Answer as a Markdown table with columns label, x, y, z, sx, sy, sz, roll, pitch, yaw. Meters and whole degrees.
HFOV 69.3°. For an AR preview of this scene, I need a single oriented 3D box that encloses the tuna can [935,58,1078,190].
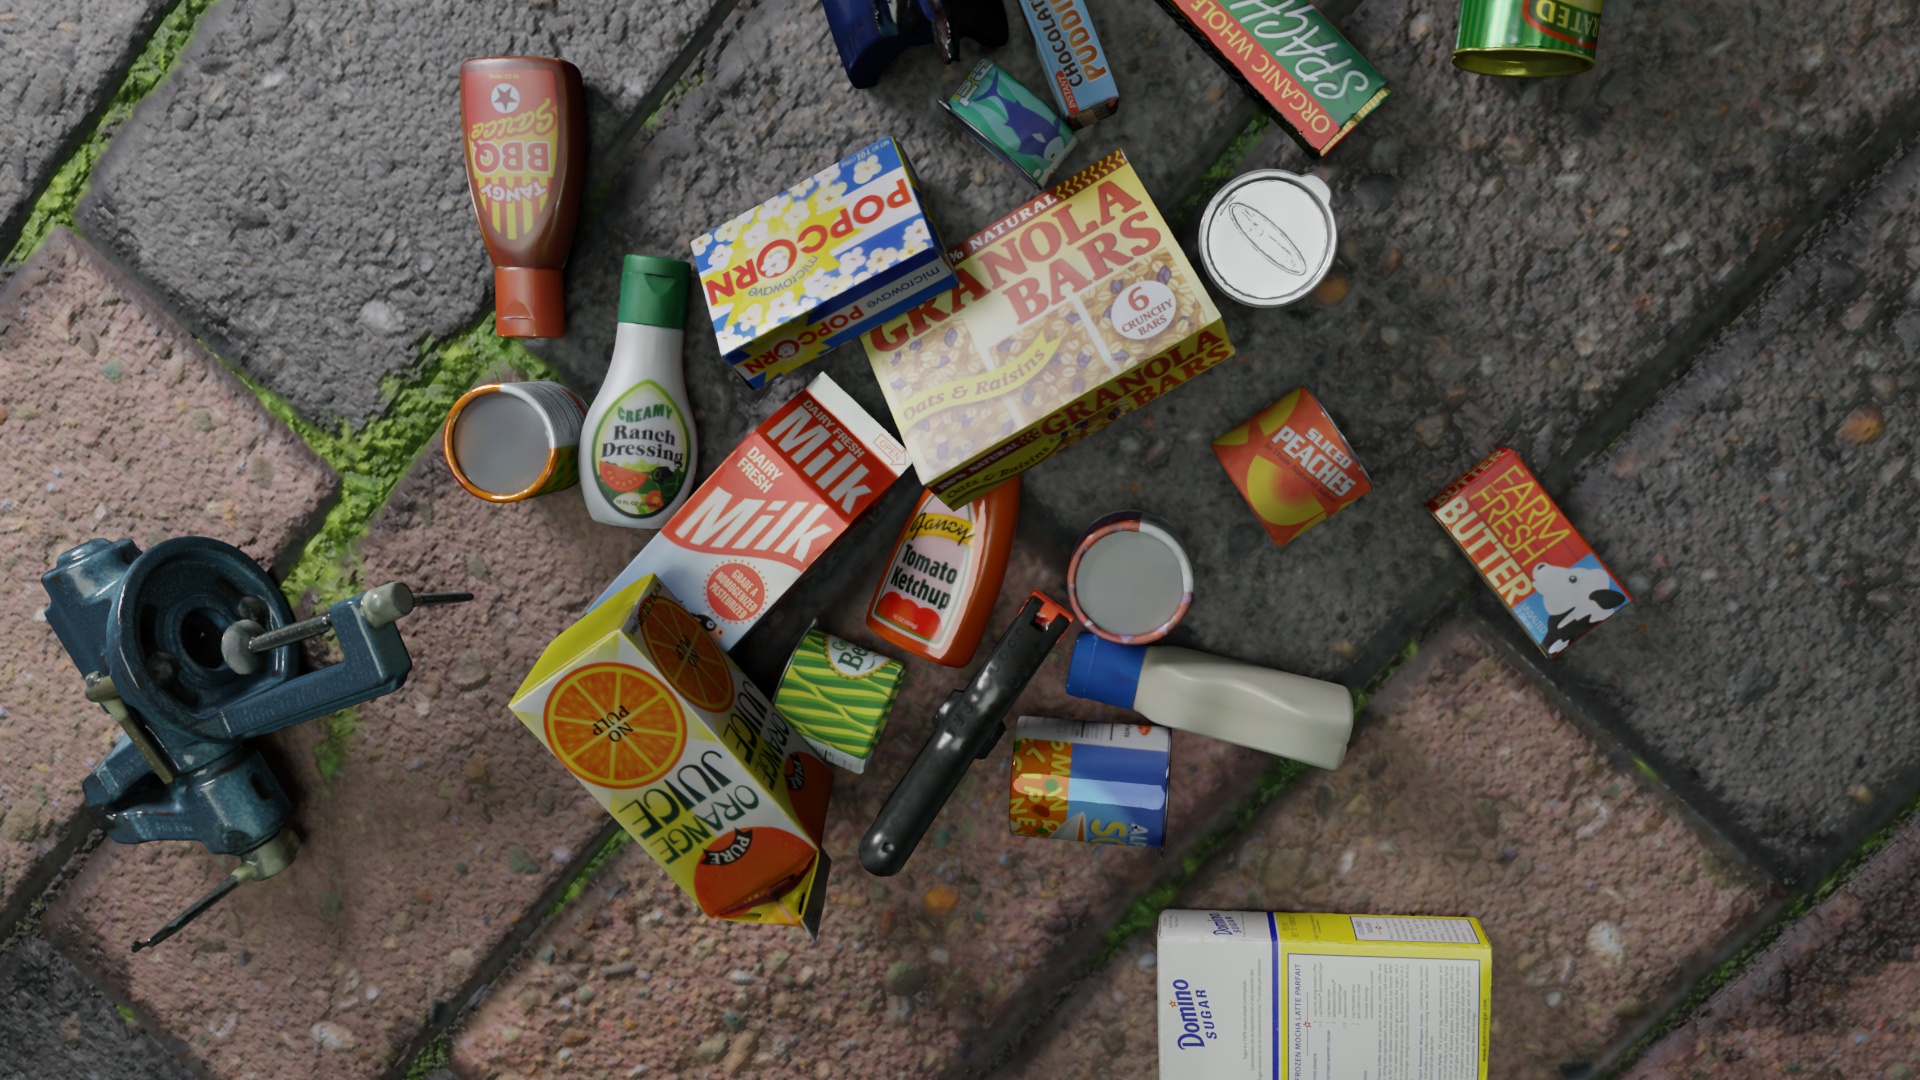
| label | x | y | z | sx | sy | sz | roll | pitch | yaw |
| --- | --- | --- | --- | --- | --- | --- | --- | --- | --- |
| tuna can | 0.024 | -0.215 | 0.713 | 0.071 | 0.071 | 0.033 | 40 | 100 | 0 |

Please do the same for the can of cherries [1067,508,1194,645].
| label | x | y | z | sx | sy | sz | roll | pitch | yaw |
| --- | --- | --- | --- | --- | --- | --- | --- | --- | --- |
| can of cherries | 0.089 | 0.021 | 0.742 | 0.071 | 0.058 | 0.071 | 1 | 98 | 7 |

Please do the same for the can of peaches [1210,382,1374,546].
| label | x | y | z | sx | sy | sz | roll | pitch | yaw |
| --- | --- | --- | --- | --- | --- | --- | --- | --- | --- |
| can of peaches | 0.171 | -0.038 | 0.718 | 0.058 | 0.071 | 0.071 | -33 | 93 | 11 |

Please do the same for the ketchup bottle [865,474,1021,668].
| label | x | y | z | sx | sy | sz | roll | pitch | yaw |
| --- | --- | --- | --- | --- | --- | --- | --- | --- | --- |
| ketchup bottle | 0.003 | -0.009 | 0.753 | 0.065 | 0.043 | 0.148 | 24 | 95 | 31 |

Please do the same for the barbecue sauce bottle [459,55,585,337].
| label | x | y | z | sx | sy | sz | roll | pitch | yaw |
| --- | --- | --- | --- | --- | --- | --- | --- | --- | --- |
| barbecue sauce bottle | -0.238 | -0.186 | 0.762 | 0.065 | 0.044 | 0.148 | 1 | 98 | 6 |

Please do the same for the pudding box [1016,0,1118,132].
| label | x | y | z | sx | sy | sz | roll | pitch | yaw |
| --- | --- | --- | --- | --- | --- | --- | --- | --- | --- |
| pudding box | 0.053 | -0.257 | 0.713 | 0.030 | 0.050 | 0.083 | -21 | 95 | 8 |

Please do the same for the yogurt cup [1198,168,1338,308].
| label | x | y | z | sx | sy | sz | roll | pitch | yaw |
| --- | --- | --- | --- | --- | --- | --- | --- | --- | --- |
| yogurt cup | 0.156 | -0.153 | 0.712 | 0.072 | 0.054 | 0.072 | 1 | 98 | 7 |

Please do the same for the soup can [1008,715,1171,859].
| label | x | y | z | sx | sy | sz | roll | pitch | yaw |
| --- | --- | --- | --- | --- | --- | --- | --- | --- | --- |
| soup can | 0.071 | 0.134 | 0.755 | 0.084 | 0.071 | 0.071 | 4 | 98 | 7 |

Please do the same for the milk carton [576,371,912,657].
| label | x | y | z | sx | sy | sz | roll | pitch | yaw |
| --- | --- | --- | --- | --- | --- | --- | --- | --- | --- |
| milk carton | -0.114 | 0.000 | 0.757 | 0.072 | 0.073 | 0.190 | 44 | 100 | -1 |

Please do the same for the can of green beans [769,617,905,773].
| label | x | y | z | sx | sy | sz | roll | pitch | yaw |
| --- | --- | --- | --- | --- | --- | --- | --- | --- | --- |
| can of green beans | -0.069 | 0.088 | 0.767 | 0.058 | 0.071 | 0.071 | 22 | 100 | 3 |

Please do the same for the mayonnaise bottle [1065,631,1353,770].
| label | x | y | z | sx | sy | sz | roll | pitch | yaw |
| --- | --- | --- | --- | --- | --- | --- | --- | --- | --- |
| mayonnaise bottle | 0.132 | 0.083 | 0.745 | 0.148 | 0.065 | 0.041 | 13 | 103 | 9 |

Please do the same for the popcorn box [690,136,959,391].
| label | x | y | z | sx | sy | sz | roll | pitch | yaw |
| --- | --- | --- | --- | --- | --- | --- | --- | --- | --- |
| popcorn box | -0.072 | -0.146 | 0.730 | 0.126 | 0.038 | 0.085 | -26 | 59 | 10 |

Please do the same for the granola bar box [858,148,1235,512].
| label | x | y | z | sx | sy | sz | roll | pitch | yaw |
| --- | --- | --- | --- | --- | --- | --- | --- | --- | --- |
| granola bar box | 0.039 | -0.108 | 0.712 | 0.165 | 0.039 | 0.124 | -29 | 60 | 10 |

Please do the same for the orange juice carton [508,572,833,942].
| label | x | y | z | sx | sy | sz | roll | pitch | yaw |
| --- | --- | --- | --- | --- | --- | --- | --- | --- | --- |
| orange juice carton | -0.129 | 0.118 | 0.708 | 0.073 | 0.072 | 0.192 | -35 | 106 | 13 |

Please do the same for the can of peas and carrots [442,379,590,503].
| label | x | y | z | sx | sy | sz | roll | pitch | yaw |
| --- | --- | --- | --- | --- | --- | --- | --- | --- | --- |
| can of peas and carrots | -0.246 | -0.054 | 0.773 | 0.071 | 0.059 | 0.071 | 1 | 98 | 7 |

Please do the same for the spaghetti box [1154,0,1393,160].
| label | x | y | z | sx | sy | sz | roll | pitch | yaw |
| --- | --- | --- | --- | --- | --- | --- | --- | --- | --- |
| spaghetti box | 0.115 | -0.299 | 0.710 | 0.250 | 0.029 | 0.050 | 45 | 101 | 0 |

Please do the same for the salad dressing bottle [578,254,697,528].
| label | x | y | z | sx | sy | sz | roll | pitch | yaw |
| --- | --- | --- | --- | --- | --- | --- | --- | --- | --- |
| salad dressing bottle | -0.174 | -0.082 | 0.766 | 0.064 | 0.044 | 0.147 | 5 | 95 | -19 |

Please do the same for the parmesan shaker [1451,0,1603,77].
| label | x | y | z | sx | sy | sz | roll | pitch | yaw |
| --- | --- | --- | --- | --- | --- | --- | --- | --- | --- |
| parmesan shaker | 0.277 | -0.283 | 0.671 | 0.071 | 0.071 | 0.103 | 6 | 99 | 6 |

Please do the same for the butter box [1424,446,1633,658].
| label | x | y | z | sx | sy | sz | roll | pitch | yaw |
| --- | --- | --- | --- | --- | --- | --- | --- | --- | --- |
| butter box | 0.298 | 0.006 | 0.731 | 0.053 | 0.024 | 0.103 | -39 | 92 | 11 |
